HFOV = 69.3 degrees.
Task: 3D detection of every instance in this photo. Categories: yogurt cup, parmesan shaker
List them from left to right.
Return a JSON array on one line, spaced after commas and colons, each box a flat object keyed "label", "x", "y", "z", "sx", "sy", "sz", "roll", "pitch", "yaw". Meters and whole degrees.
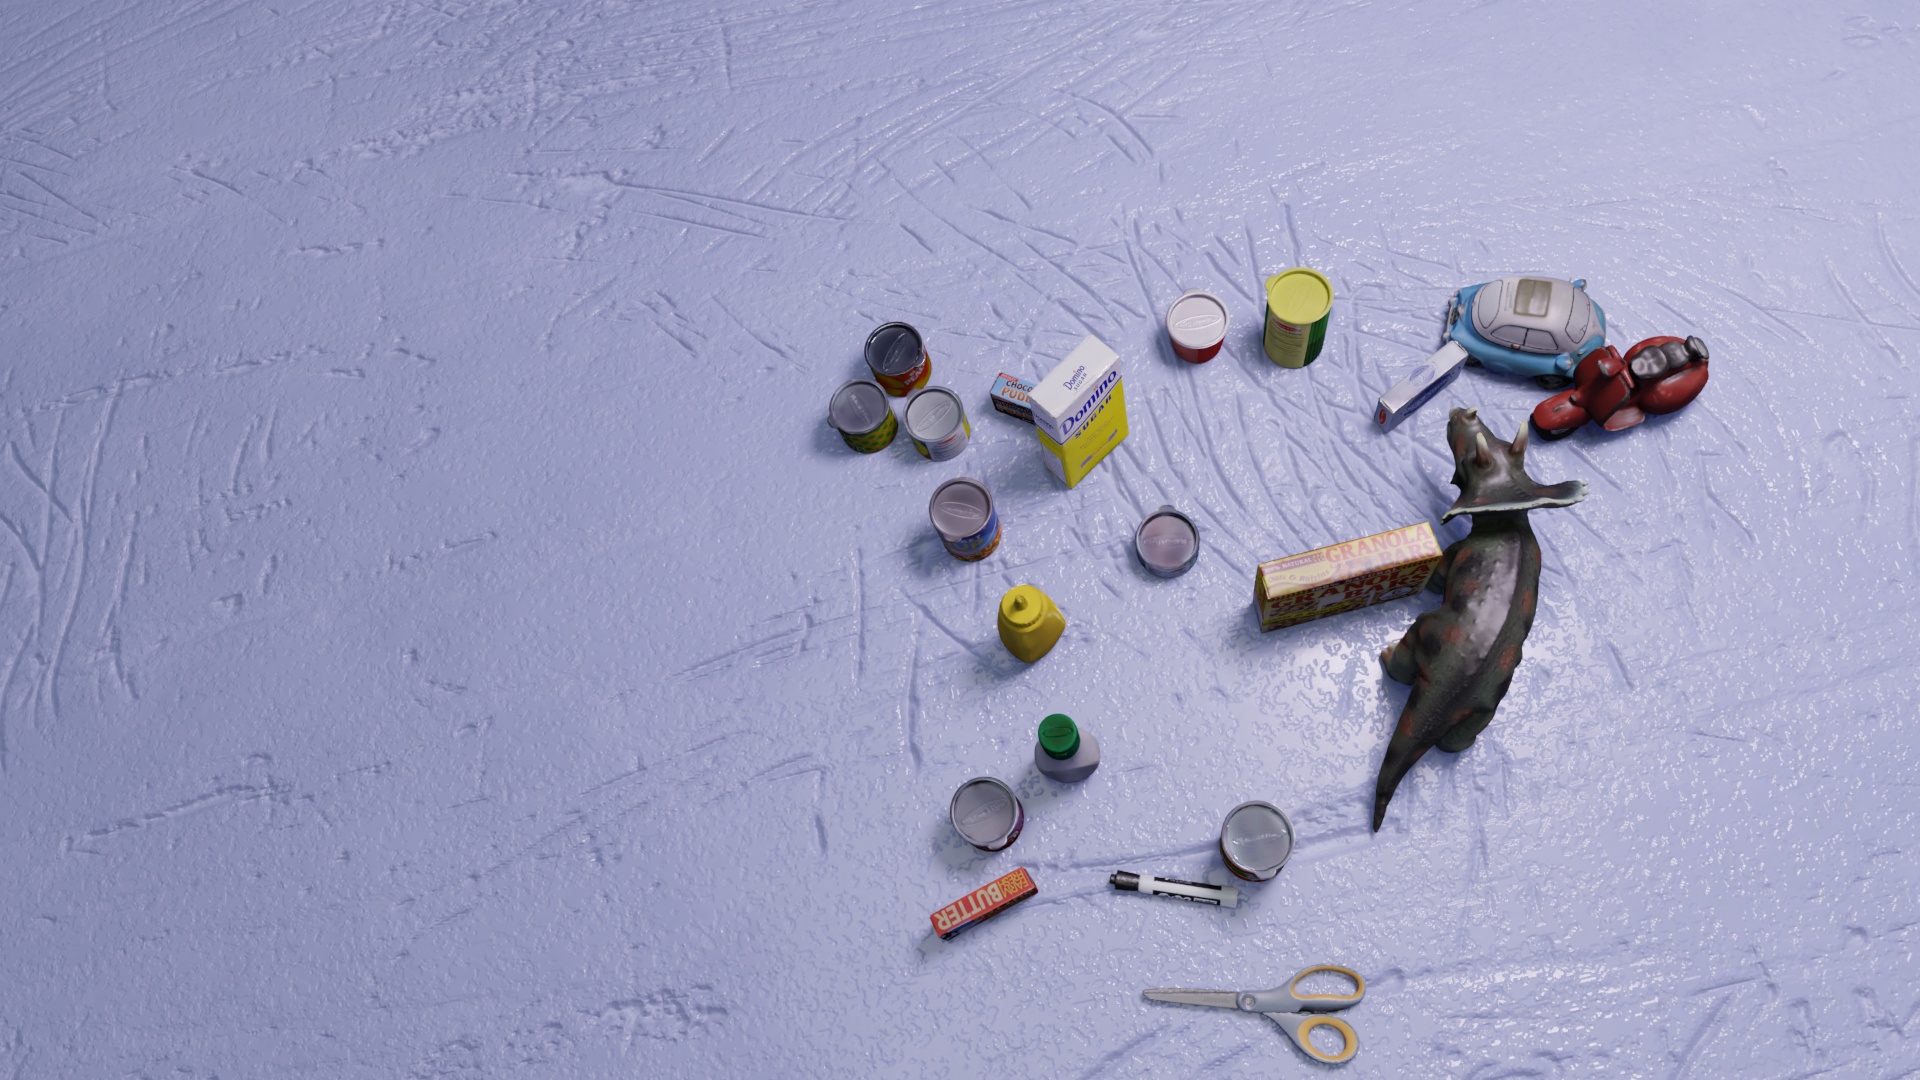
[{"label": "yogurt cup", "x": 0.256, "y": -0.227, "z": 1.500, "sx": 0.072, "sy": 0.053, "sz": 0.072, "roll": -3, "pitch": 70, "yaw": 8}, {"label": "parmesan shaker", "x": 0.351, "y": -0.235, "z": 1.462, "sx": 0.071, "sy": 0.103, "sz": 0.071, "roll": -3, "pitch": 70, "yaw": 8}]

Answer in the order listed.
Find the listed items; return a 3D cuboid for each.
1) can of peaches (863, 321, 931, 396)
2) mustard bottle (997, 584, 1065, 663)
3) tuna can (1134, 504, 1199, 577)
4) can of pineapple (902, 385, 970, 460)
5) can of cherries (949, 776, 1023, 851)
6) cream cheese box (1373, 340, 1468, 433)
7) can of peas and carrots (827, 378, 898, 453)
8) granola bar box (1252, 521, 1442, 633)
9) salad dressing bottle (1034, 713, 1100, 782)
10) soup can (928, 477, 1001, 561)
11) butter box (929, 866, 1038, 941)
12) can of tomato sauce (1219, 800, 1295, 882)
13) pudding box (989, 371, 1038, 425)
[{"label": "can of peaches", "x": -0.066, "y": -0.199, "z": 1.538, "sx": 0.071, "sy": 0.058, "sz": 0.071, "roll": -3, "pitch": 70, "yaw": 8}, {"label": "mustard bottle", "x": 0.066, "y": 0.075, "z": 1.364, "sx": 0.049, "sy": 0.159, "sz": 0.065, "roll": 42, "pitch": 82, "yaw": 19}, {"label": "tuna can", "x": 0.214, "y": 0.001, "z": 1.436, "sx": 0.071, "sy": 0.032, "sz": 0.071, "roll": -3, "pitch": 70, "yaw": 8}, {"label": "can of pineapple", "x": -0.026, "y": -0.128, "z": 1.506, "sx": 0.071, "sy": 0.057, "sz": 0.071, "roll": -3, "pitch": 70, "yaw": 8}, {"label": "can of cherries", "x": 0.027, "y": 0.270, "z": 1.354, "sx": 0.071, "sy": 0.058, "sz": 0.071, "roll": -3, "pitch": 70, "yaw": 8}, {"label": "cream cheese box", "x": 0.477, "y": -0.159, "z": 1.442, "sx": 0.104, "sy": 0.053, "sz": 0.024, "roll": -38, "pitch": 70, "yaw": -5}, {"label": "can of peas and carrots", "x": -0.107, "y": -0.134, "z": 1.520, "sx": 0.071, "sy": 0.058, "sz": 0.071, "roll": -3, "pitch": 70, "yaw": 8}, {"label": "granola bar box", "x": 0.371, "y": 0.037, "z": 1.350, "sx": 0.165, "sy": 0.124, "sz": 0.039, "roll": -15, "pitch": 69, "yaw": 3}, {"label": "salad dressing bottle", "x": 0.099, "y": 0.197, "z": 1.322, "sx": 0.064, "sy": 0.147, "sz": 0.044, "roll": -9, "pitch": 70, "yaw": 6}, {"label": "soup can", "x": 0.005, "y": -0.018, "z": 1.448, "sx": 0.071, "sy": 0.083, "sz": 0.071, "roll": -3, "pitch": 70, "yaw": 8}, {"label": "butter box", "x": 0.023, "y": 0.348, "z": 1.330, "sx": 0.103, "sy": 0.053, "sz": 0.024, "roll": -28, "pitch": 69, "yaw": -2}, {"label": "can of tomato sauce", "x": 0.277, "y": 0.284, "z": 1.298, "sx": 0.071, "sy": 0.083, "sz": 0.071, "roll": -3, "pitch": 70, "yaw": 8}, {"label": "pudding box", "x": 0.077, "y": -0.148, "z": 1.502, "sx": 0.084, "sy": 0.049, "sz": 0.030, "roll": 23, "pitch": 76, "yaw": 16}]
